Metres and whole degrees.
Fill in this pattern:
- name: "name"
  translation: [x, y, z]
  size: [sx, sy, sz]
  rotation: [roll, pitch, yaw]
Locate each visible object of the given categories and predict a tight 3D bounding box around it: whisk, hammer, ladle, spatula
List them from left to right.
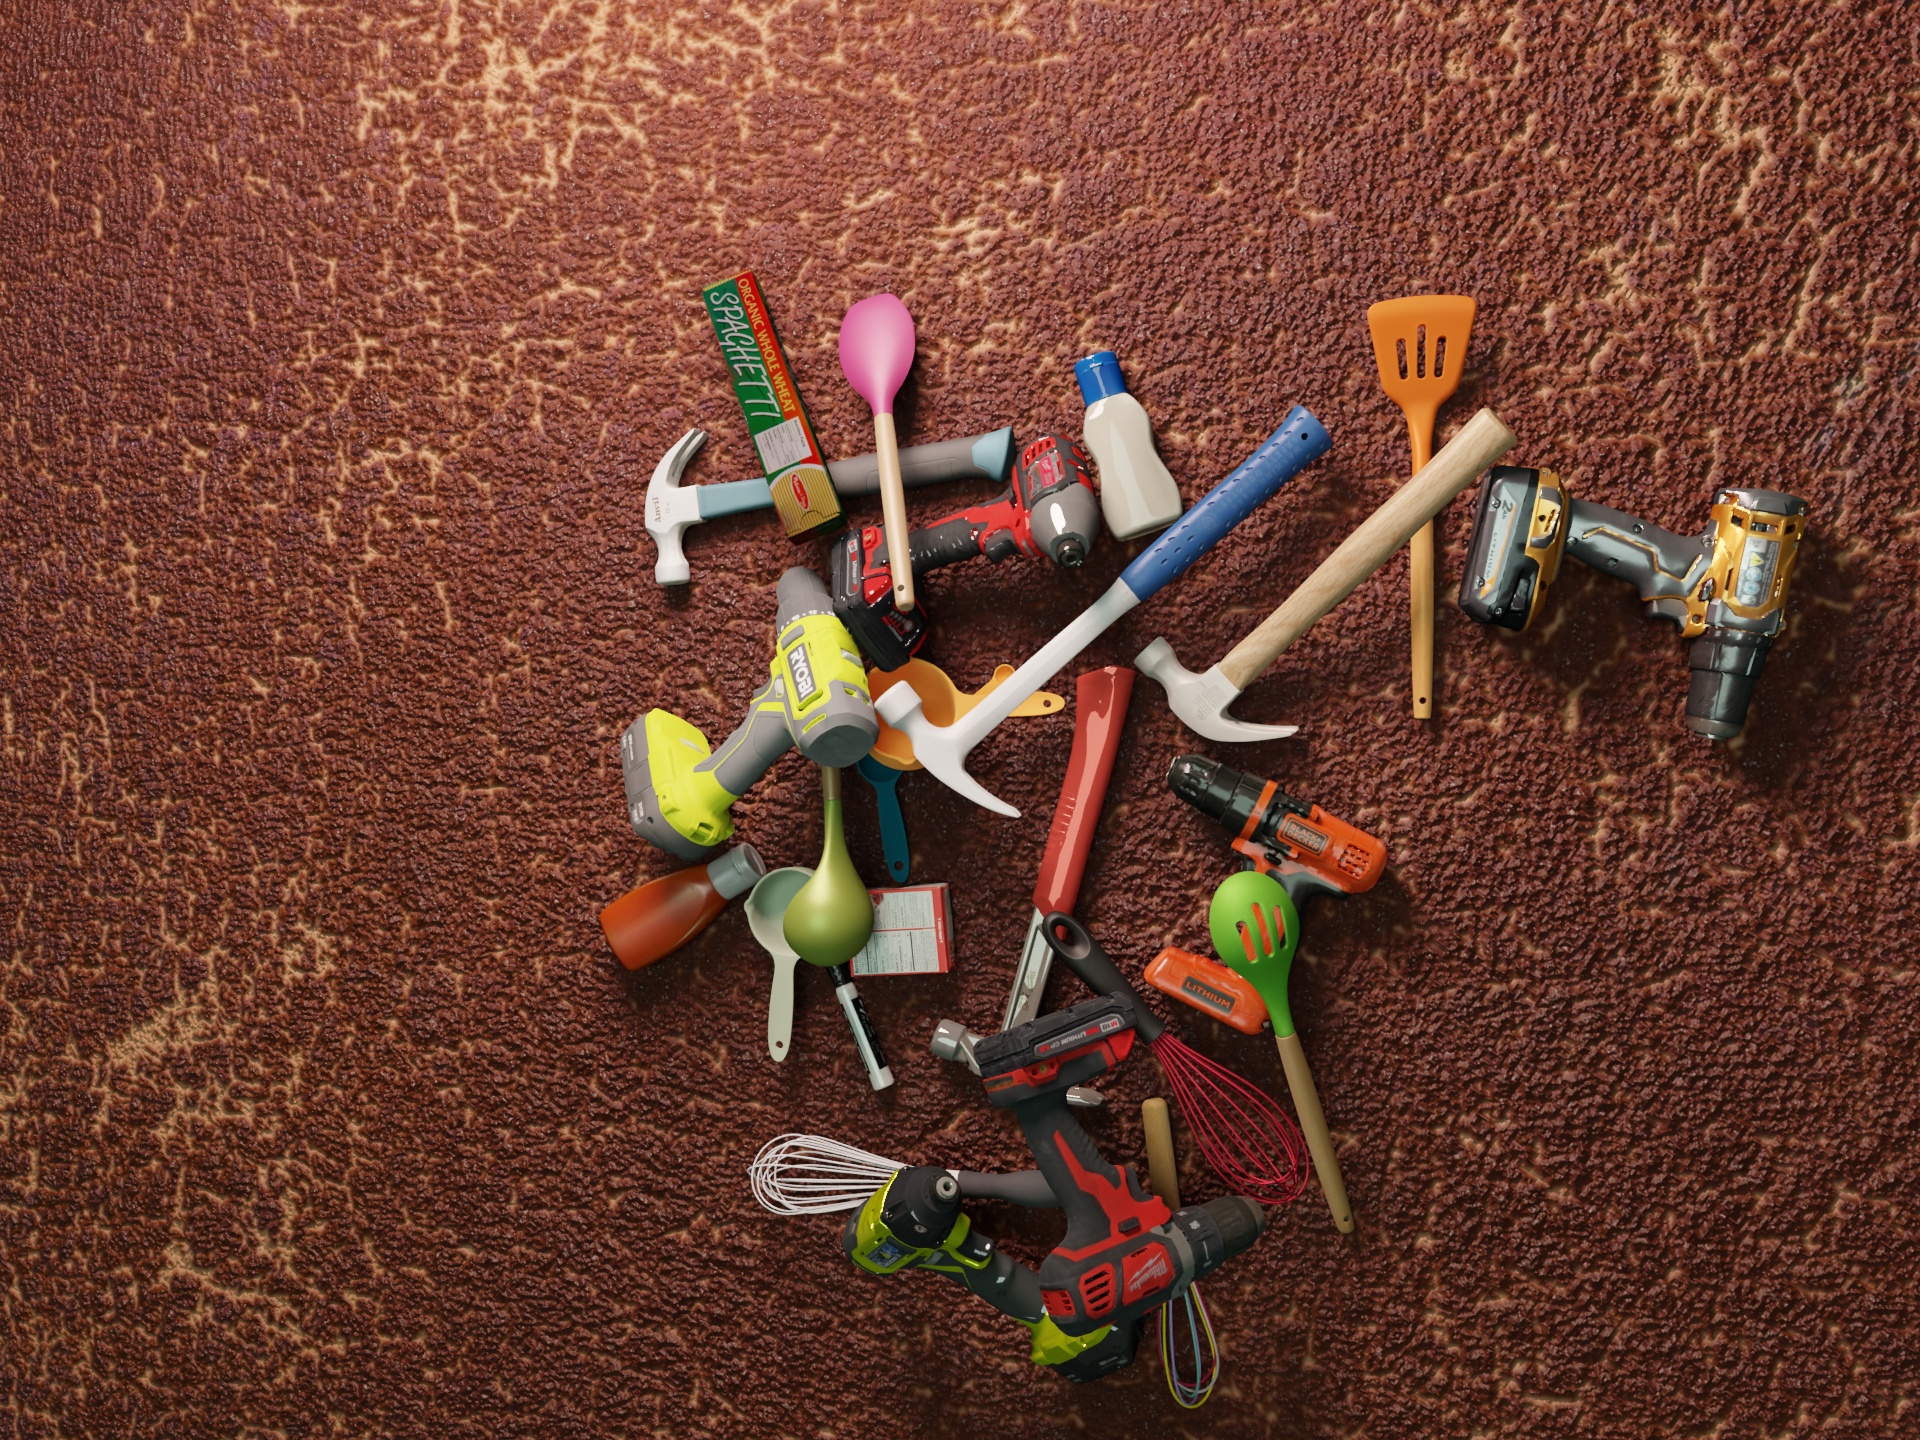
- name: "ladle"
  translation: [-0.113, 0.044, 1.334]
  size: [0.078, 0.062, 0.320]
  rotation: [5, 73, -28]
- name: "hammer"
  translation: [-0.114, -0.201, 1.354]
  size: [0.331, 0.033, 0.128]
  rotation: [-7, 90, 14]
- name: "whisk"
  translation: [-0.041, 0.387, 1.333]
  size: [0.284, 0.070, 0.070]
  rotation: [0, 91, 10]
- name: "hammer"
  translation: [0.091, 0.131, 1.305]
  size: [0.149, 0.036, 0.359]
  rotation: [17, 95, 13]
- name: "hammer"
  translation: [0.129, -0.091, 1.248]
  size: [0.405, 0.035, 0.144]
  rotation: [-41, 88, 4]
- name: "whisk"
  translation: [0.168, 0.265, 1.260]
  size: [0.073, 0.073, 0.296]
  rotation: [-43, 86, 11]
- name: "whisk"
  translation: [0.174, 0.430, 1.290]
  size: [0.047, 0.051, 0.245]
  rotation: [-6, 85, -7]
- name: "hammer"
  translation: [0.288, -0.106, 1.217]
  size: [0.130, 0.031, 0.331]
  rotation: [48, 116, 7]
- name: "spatula"
  translation: [0.357, -0.162, 1.232]
  size: [0.081, 0.041, 0.322]
  rotation: [0, 92, 13]

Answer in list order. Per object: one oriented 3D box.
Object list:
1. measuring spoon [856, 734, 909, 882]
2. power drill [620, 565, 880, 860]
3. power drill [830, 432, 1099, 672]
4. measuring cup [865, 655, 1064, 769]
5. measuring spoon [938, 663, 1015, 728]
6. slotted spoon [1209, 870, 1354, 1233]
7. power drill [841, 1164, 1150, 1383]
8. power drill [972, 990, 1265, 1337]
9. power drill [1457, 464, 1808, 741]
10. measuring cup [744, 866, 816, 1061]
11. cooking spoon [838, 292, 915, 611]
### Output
- name: "measuring spoon"
  translation: [-0.060, 0.074, 1.355]
  size: [0.042, 0.021, 0.128]
  rotation: [-8, 98, 4]
- name: "power drill"
  translation: [-0.175, -0.007, 1.317]
  size: [0.228, 0.080, 0.191]
  rotation: [-36, 48, 21]
- name: "power drill"
  translation: [0.009, -0.134, 1.268]
  size: [0.219, 0.143, 0.078]
  rotation: [-26, 129, 15]
- name: "measuring cup"
  translation: [-0.002, -0.004, 1.315]
  size: [0.173, 0.052, 0.095]
  rotation: [-2, 72, -2]
- name: "measuring spoon"
  translation: [0.006, -0.003, 1.340]
  size: [0.117, 0.011, 0.021]
  rotation: [-46, 70, 14]
- name: "slotted spoon"
  translation: [0.259, 0.262, 1.225]
  size: [0.070, 0.031, 0.313]
  rotation: [-22, 105, -11]
- name: "power drill"
  translation: [0.032, 0.425, 1.243]
  size: [0.223, 0.080, 0.171]
  rotation: [29, 143, -5]
- name: "power drill"
  translation: [0.122, 0.325, 1.198]
  size: [0.188, 0.080, 0.227]
  rotation: [-13, 77, -28]
- name: "power drill"
  translation: [0.493, -0.091, 1.182]
  size: [0.226, 0.084, 0.185]
  rotation: [10, 95, 9]
- name: "measuring cup"
  translation: [-0.144, 0.207, 1.365]
  size: [0.083, 0.038, 0.167]
  rotation: [6, 94, 14]
- name: "cooking spoon"
  translation: [-0.059, -0.224, 1.280]
  size: [0.069, 0.017, 0.319]
  rotation: [-16, 60, 14]
